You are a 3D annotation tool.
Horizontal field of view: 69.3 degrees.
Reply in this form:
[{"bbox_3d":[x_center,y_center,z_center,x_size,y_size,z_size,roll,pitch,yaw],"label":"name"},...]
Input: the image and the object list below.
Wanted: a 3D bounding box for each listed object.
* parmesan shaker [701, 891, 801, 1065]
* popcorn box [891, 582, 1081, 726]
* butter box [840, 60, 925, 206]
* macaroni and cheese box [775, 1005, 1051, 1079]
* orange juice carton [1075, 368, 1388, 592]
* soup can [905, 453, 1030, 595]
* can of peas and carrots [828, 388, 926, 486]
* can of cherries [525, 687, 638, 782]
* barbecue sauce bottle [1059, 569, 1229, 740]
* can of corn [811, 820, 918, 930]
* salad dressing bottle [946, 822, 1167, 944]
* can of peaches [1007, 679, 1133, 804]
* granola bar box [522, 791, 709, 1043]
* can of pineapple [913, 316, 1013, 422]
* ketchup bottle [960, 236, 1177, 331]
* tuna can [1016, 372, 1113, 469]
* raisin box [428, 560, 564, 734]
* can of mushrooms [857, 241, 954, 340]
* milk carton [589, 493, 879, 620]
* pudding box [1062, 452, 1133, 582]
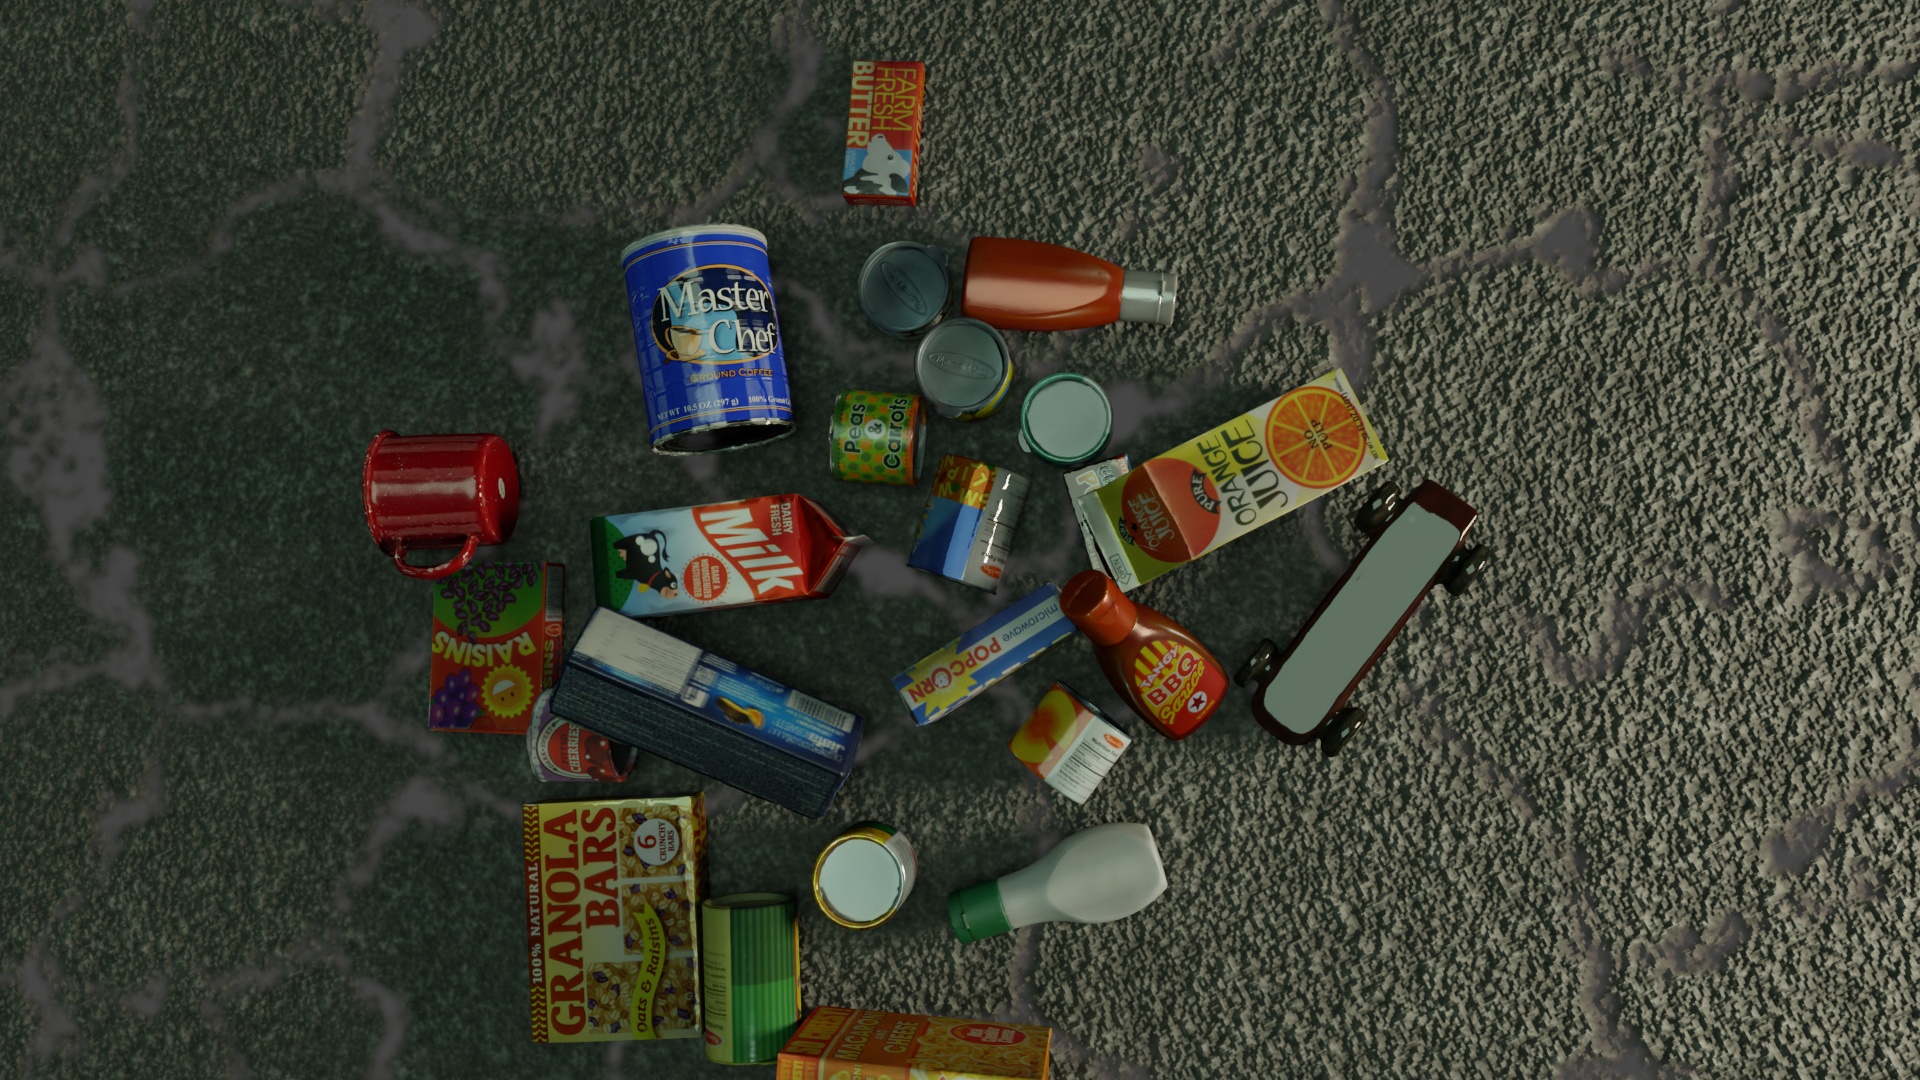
[{"bbox_3d":[-0.142,0.299,0.955,0.071,0.071,0.103,-3,85,6],"label":"parmesan shaker"},{"bbox_3d":[0.021,0.077,0.947,0.126,0.085,0.038,-32,83,3],"label":"popcorn box"},{"bbox_3d":[-0.056,-0.298,1.013,0.053,0.024,0.103,4,86,7],"label":"butter box"},{"bbox_3d":[-0.027,0.347,0.913,0.166,0.123,0.040,3,86,6],"label":"macaroni and cheese box"},{"bbox_3d":[0.176,-0.038,0.927,0.193,0.073,0.072,-26,86,-9],"label":"orange juice carton"},{"bbox_3d":[0.003,-0.012,0.966,0.071,0.071,0.084,17,87,7],"label":"soup can"},{"bbox_3d":[-0.057,-0.073,0.973,0.059,0.071,0.071,5,87,6],"label":"can of peas and carrots"},{"bbox_3d":[-0.265,0.138,0.979,0.058,0.071,0.071,0,86,6],"label":"can of cherries"},{"bbox_3d":[0.118,0.072,0.914,0.065,0.044,0.148,-48,128,-2],"label":"barbecue sauce bottle"},{"bbox_3d":[-0.068,0.231,0.959,0.071,0.058,0.071,0,86,6],"label":"can of corn"},{"bbox_3d":[0.065,0.238,0.953,0.147,0.044,0.064,-18,86,5],"label":"salad dressing bottle"},{"bbox_3d":[0.074,0.136,0.949,0.071,0.071,0.058,37,91,7],"label":"can of peaches"},{"bbox_3d":[-0.241,0.265,0.984,0.124,0.039,0.165,-4,86,5],"label":"granola bar box"},{"bbox_3d":[0.002,-0.118,0.977,0.071,0.058,0.071,0,86,6],"label":"can of pineapple"},{"bbox_3d":[0.077,-0.177,0.981,0.149,0.043,0.065,6,77,6],"label":"ketchup bottle"},{"bbox_3d":[0.073,-0.084,0.980,0.071,0.033,0.071,0,86,5],"label":"tuna can"},{"bbox_3d":[-0.335,0.077,1.007,0.086,0.040,0.123,1,87,5],"label":"raisin box"},{"bbox_3d":[-0.037,-0.180,0.998,0.071,0.033,0.071,0,86,6],"label":"can of mushrooms"},{"bbox_3d":[-0.155,0.011,0.977,0.191,0.072,0.073,-7,85,5],"label":"milk carton"},{"bbox_3d":[0.106,-0.014,0.973,0.050,0.030,0.083,-17,84,3],"label":"pudding box"}]
